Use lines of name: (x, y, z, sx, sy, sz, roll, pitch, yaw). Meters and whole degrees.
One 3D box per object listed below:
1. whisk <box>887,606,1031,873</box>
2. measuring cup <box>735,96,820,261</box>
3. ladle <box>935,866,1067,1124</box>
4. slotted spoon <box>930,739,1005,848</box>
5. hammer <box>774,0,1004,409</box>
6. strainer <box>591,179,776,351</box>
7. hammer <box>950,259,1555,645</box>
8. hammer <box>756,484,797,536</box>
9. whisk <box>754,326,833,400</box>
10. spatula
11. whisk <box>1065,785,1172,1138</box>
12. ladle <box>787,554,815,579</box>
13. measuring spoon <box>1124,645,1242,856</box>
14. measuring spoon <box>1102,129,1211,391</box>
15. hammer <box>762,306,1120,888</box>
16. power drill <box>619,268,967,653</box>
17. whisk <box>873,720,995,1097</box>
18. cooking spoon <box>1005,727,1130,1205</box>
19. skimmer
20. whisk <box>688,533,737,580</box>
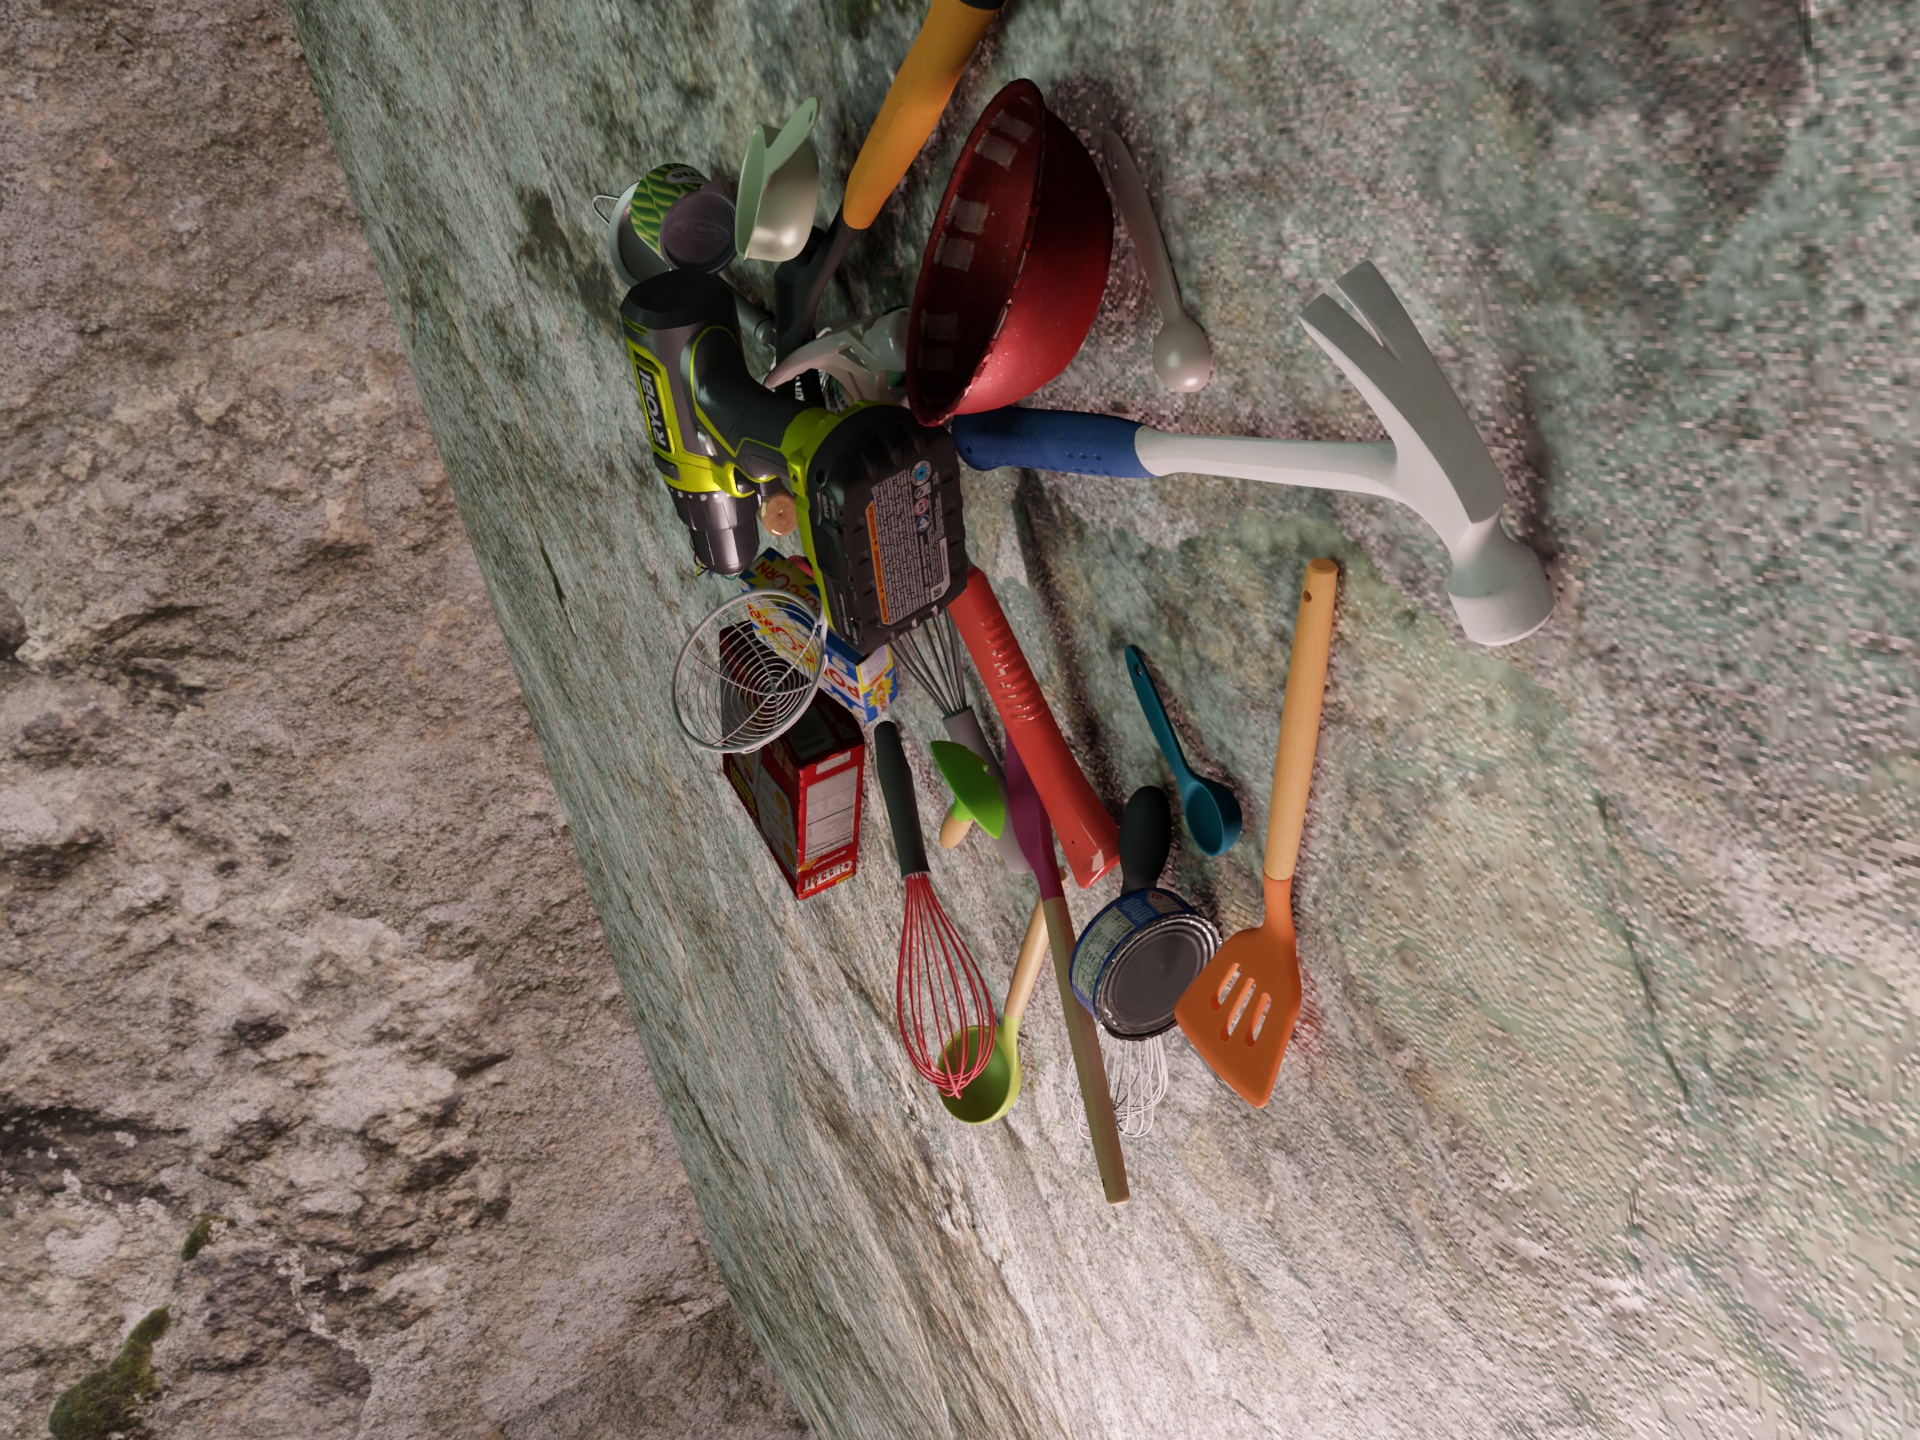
whisk: (-0.001, -0.004, 1.075, 0.055, 0.055, 0.239, -2, 113, 67)
measuring cup: (-0.091, -0.313, 0.903, 0.167, 0.038, 0.083, 175, 100, -68)
ladle: (0.033, 0.205, 1.177, 0.078, 0.062, 0.320, 61, 155, 32)
slotted spoon: (-0.001, 0.061, 1.057, 0.070, 0.031, 0.313, 56, 171, 7)
hammer: (-0.049, -0.296, 0.884, 0.337, 0.034, 0.127, 143, 128, -64)
strainer: (-0.202, -0.343, 1.221, 0.259, 0.050, 0.086, 44, 120, 34)
hammer: (0.092, -0.128, 0.726, 0.144, 0.035, 0.406, 57, 166, -24)
hammer: (-0.189, -0.229, 1.229, 0.332, 0.031, 0.130, -128, 22, -50)
whisk: (-0.131, -0.244, 1.155, 0.246, 0.057, 0.059, 13, 87, 67)
spatula: (0.153, 0.060, 0.786, 0.081, 0.041, 0.322, 47, 149, 43)
whisk: (0.102, 0.155, 0.971, 0.070, 0.070, 0.284, 45, 144, 44)
ladle: (-0.102, -0.134, 1.144, 0.069, 0.031, 0.315, 49, 164, 9)
measuring spoon: (0.121, 0.012, 0.854, 0.042, 0.021, 0.129, 110, 143, -60)
measuring spoon: (0.083, -0.207, 0.724, 0.034, 0.018, 0.124, -9, 102, 68)
hammer: (0.005, -0.061, 0.930, 0.149, 0.037, 0.359, -1, 120, 57)
power drill: (-0.100, -0.132, 0.900, 0.229, 0.080, 0.190, 35, 145, 37)
whisk: (-0.029, 0.135, 1.190, 0.073, 0.073, 0.296, 118, 143, -62)
cooking spoon: (0.063, 0.136, 0.980, 0.068, 0.017, 0.319, 117, 145, -62)
skimmer: (-0.099, -0.107, 1.036, 0.363, 0.090, 0.127, -55, 41, 48)
whisk: (-0.190, -0.178, 1.346, 0.051, 0.047, 0.245, 65, 155, 10)
